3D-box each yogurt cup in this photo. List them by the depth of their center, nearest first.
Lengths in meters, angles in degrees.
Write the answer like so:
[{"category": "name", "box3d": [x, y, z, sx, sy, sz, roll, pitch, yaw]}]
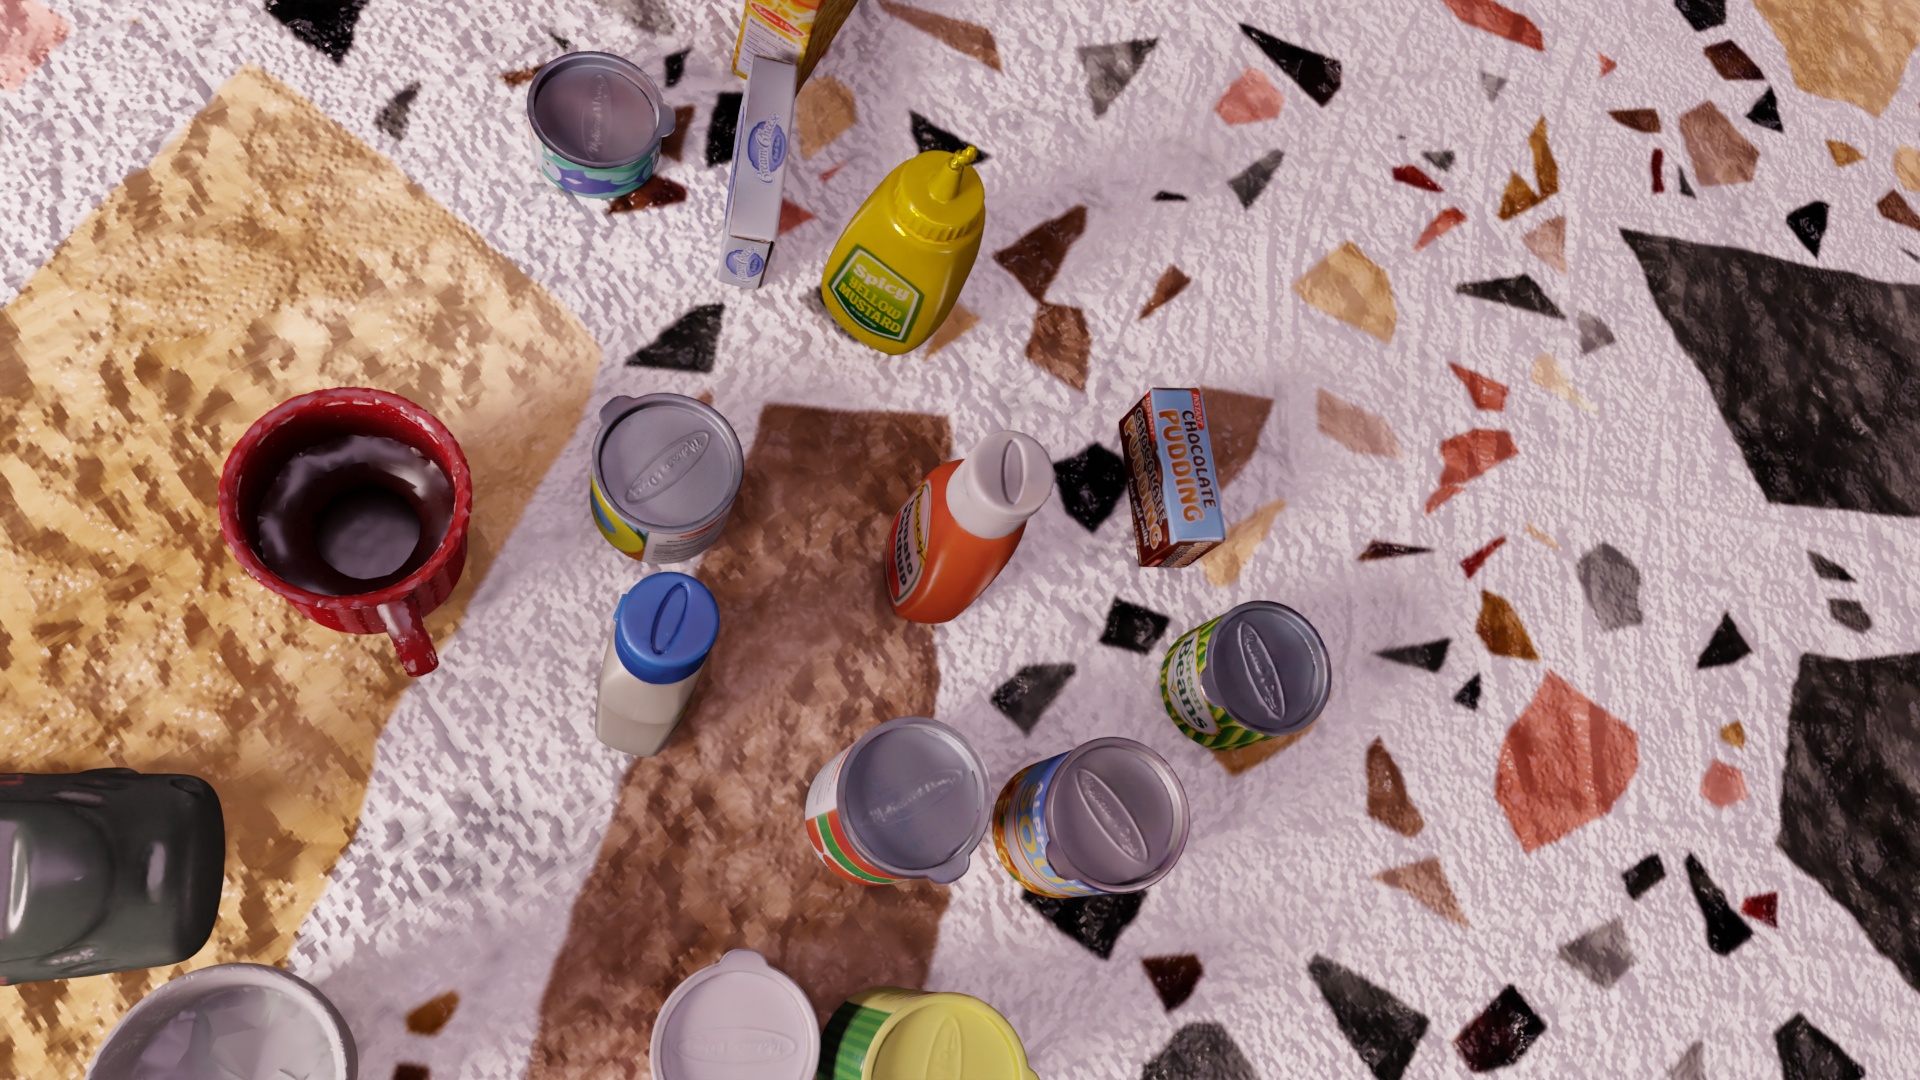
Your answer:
[{"category": "yogurt cup", "box3d": [-0.096, 0.210, 0.578, 0.072, 0.053, 0.072, 5, 72, -15]}]

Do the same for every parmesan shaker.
[{"category": "parmesan shaker", "box3d": [-0.016, 0.220, 0.572, 0.071, 0.102, 0.071, 5, 73, -15]}]

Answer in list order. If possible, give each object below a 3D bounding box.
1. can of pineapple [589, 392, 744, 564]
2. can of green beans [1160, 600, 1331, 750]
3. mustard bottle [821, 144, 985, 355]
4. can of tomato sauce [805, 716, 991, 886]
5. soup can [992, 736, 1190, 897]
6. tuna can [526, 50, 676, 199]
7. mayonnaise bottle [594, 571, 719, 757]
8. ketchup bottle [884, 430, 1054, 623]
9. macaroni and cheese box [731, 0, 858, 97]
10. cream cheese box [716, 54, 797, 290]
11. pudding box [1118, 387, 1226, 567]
[{"category": "can of pineapple", "box3d": [-0.137, -0.029, 0.638, 0.071, 0.057, 0.071, 5, 72, -15]}, {"category": "can of green beans", "box3d": [0.140, 0.068, 0.689, 0.071, 0.057, 0.071, 5, 72, -15]}, {"category": "mustard bottle", "box3d": [-0.022, -0.141, 0.650, 0.065, 0.159, 0.049, 36, 68, -4]}, {"category": "can of tomato sauce", "box3d": [-0.028, 0.118, 0.610, 0.071, 0.083, 0.071, 5, 73, -15]}, {"category": "soup can", "box3d": [0.054, 0.129, 0.631, 0.071, 0.083, 0.071, 5, 73, -15]}, {"category": "tuna can", "box3d": [-0.179, -0.206, 0.693, 0.071, 0.032, 0.071, 5, 72, -15]}, {"category": "mayonnaise bottle", "box3d": [-0.124, 0.049, 0.569, 0.041, 0.147, 0.065, 21, 69, -10]}, {"category": "ketchup bottle", "box3d": [0.002, -0.008, 0.623, 0.043, 0.148, 0.065, 6, 72, -15]}, {"category": "macaroni and cheese box", "box3d": [-0.060, -0.314, 0.689, 0.040, 0.166, 0.124, 29, 68, -7]}, {"category": "cream cheese box", "box3d": [-0.102, -0.184, 0.698, 0.024, 0.053, 0.104, 9, 71, -14]}, {"category": "pudding box", "box3d": [0.108, -0.032, 0.715, 0.030, 0.049, 0.084, -1, 74, -17]}]
